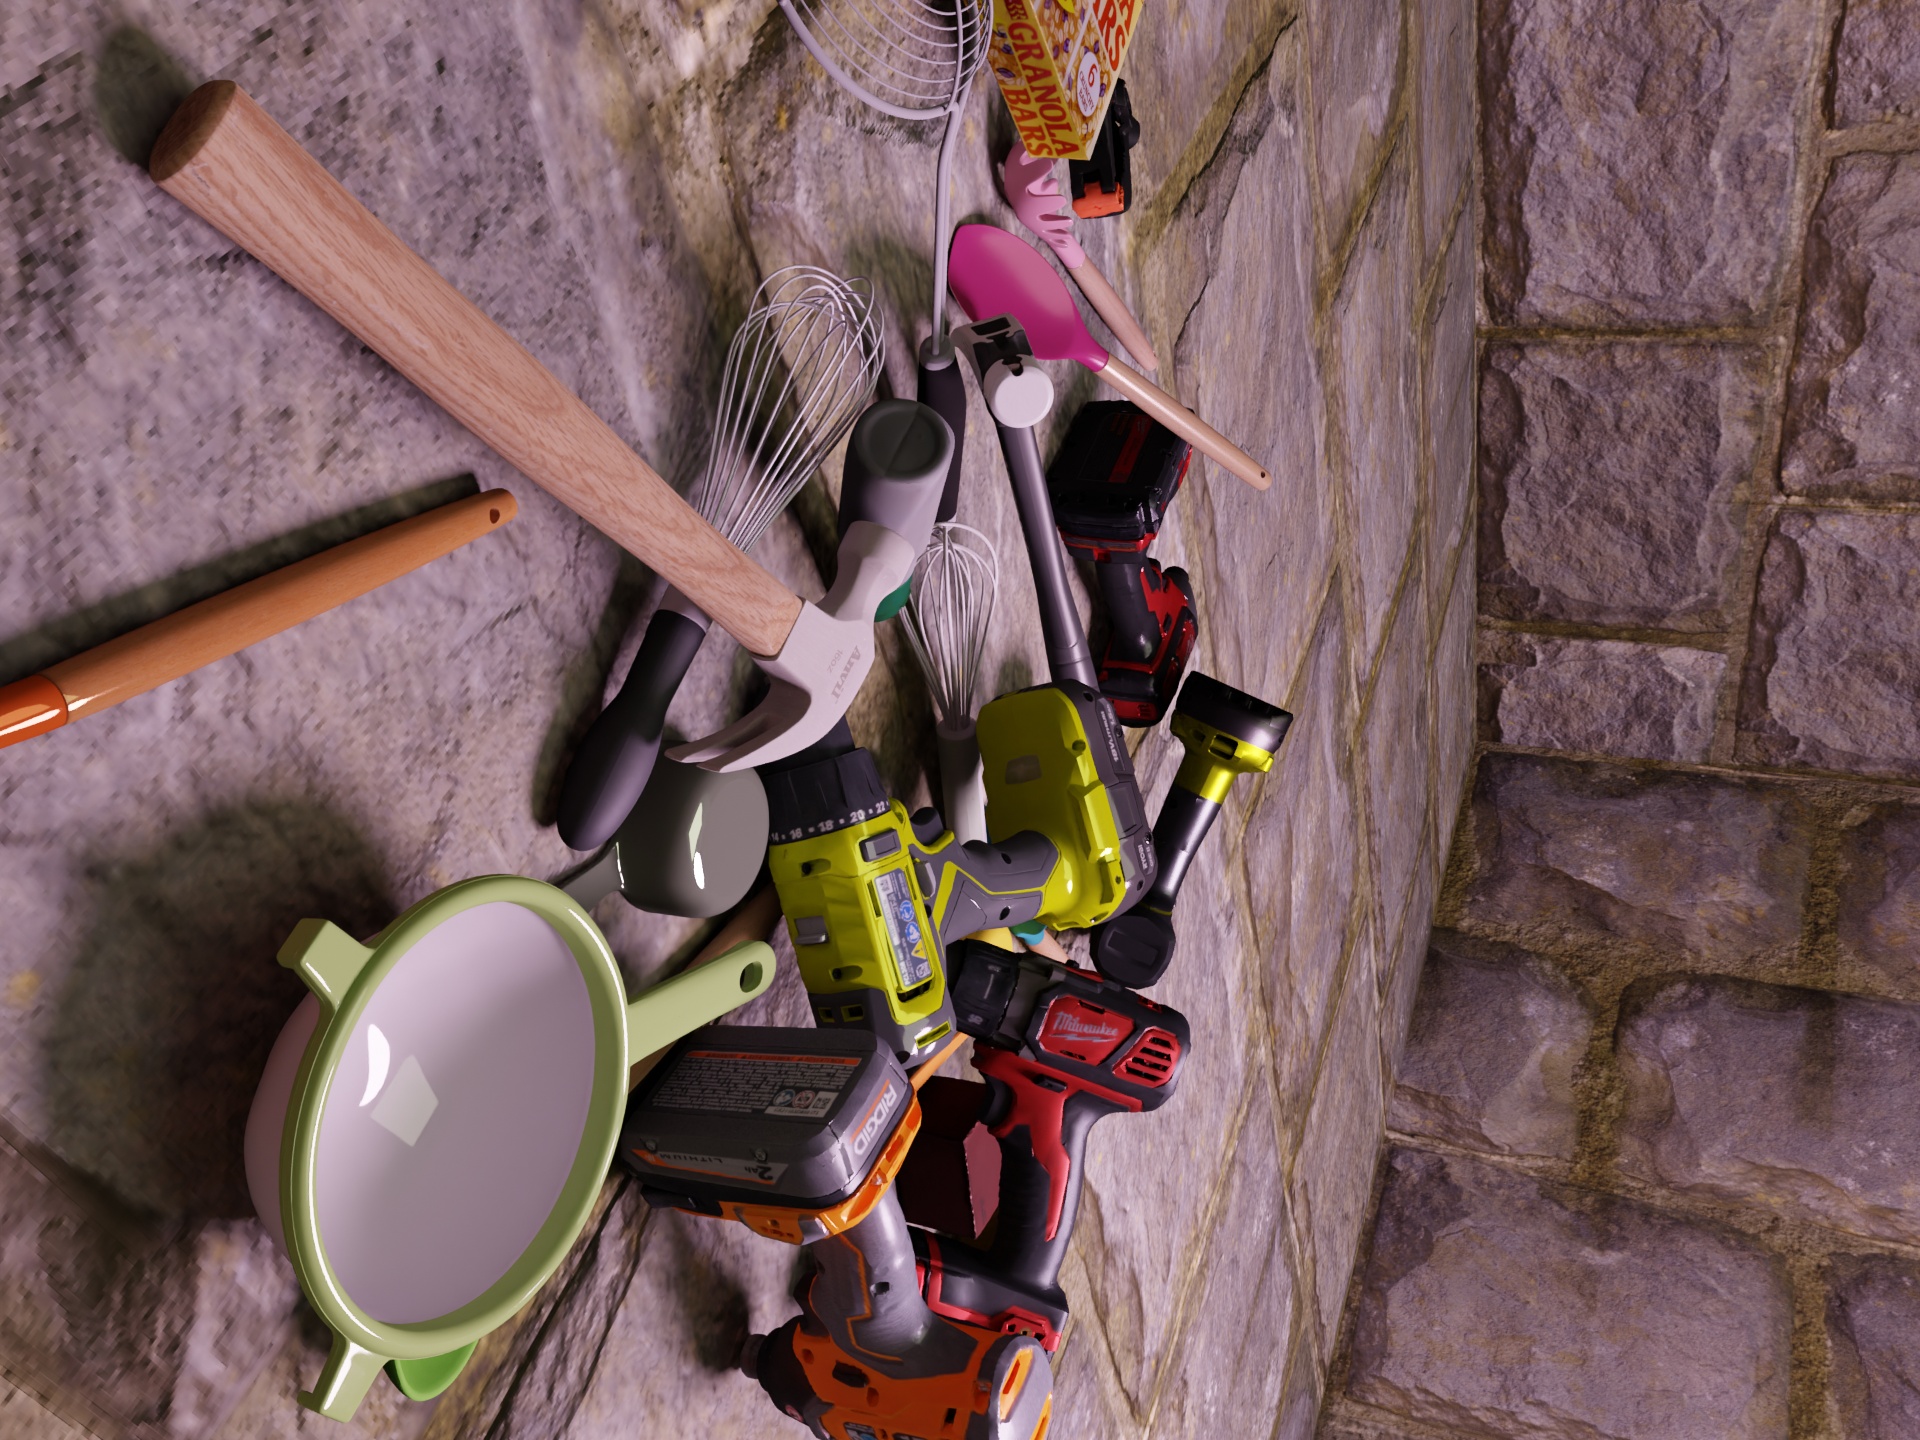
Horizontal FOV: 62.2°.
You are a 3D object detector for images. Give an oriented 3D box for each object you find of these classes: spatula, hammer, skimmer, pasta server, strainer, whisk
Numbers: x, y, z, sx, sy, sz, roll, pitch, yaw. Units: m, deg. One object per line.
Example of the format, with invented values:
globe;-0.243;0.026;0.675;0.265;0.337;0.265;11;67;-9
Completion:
spatula;0.064;0.146;1.087;0.044;0.082;0.317;-48;153;-8
spatula;-0.219;-0.013;0.430;0.323;0.041;0.081;-44;134;-56
hammer;0.053;-0.070;0.906;0.146;0.035;0.334;-108;-179;-58
skimmer;-0.037;-0.228;0.743;0.363;0.090;0.127;92;19;-54
pasta server;0.090;-0.295;1.045;0.316;0.040;0.060;24;56;-66
strainer;-0.157;0.116;0.566;0.256;0.069;0.151;-17;109;-65
hammer;-0.131;-0.086;0.552;0.331;0.031;0.130;42;66;-49
whisk;-0.101;-0.074;0.666;0.285;0.070;0.070;-68;152;-20
whisk;-0.001;-0.003;0.910;0.058;0.059;0.246;-108;-169;-55

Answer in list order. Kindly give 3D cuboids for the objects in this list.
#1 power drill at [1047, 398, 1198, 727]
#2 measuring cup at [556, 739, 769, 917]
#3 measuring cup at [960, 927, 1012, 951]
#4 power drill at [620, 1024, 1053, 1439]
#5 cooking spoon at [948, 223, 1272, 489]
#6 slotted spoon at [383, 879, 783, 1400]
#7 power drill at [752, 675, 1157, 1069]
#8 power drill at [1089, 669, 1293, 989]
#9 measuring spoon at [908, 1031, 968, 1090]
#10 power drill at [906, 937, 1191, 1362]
power drill;0.128;-0.114;1.134;0.219;0.078;0.143;73;33;-46
measuring cup;-0.130;0.065;0.648;0.167;0.038;0.083;-44;135;-57
measuring cup;0.031;0.170;1.040;0.156;0.029;0.062;47;54;-56
power drill;-0.065;0.248;0.729;0.084;0.164;0.226;-53;130;-48
cooking spoon;0.102;-0.212;0.991;0.318;0.017;0.069;24;71;-42
slotted spoon;-0.141;0.147;0.663;0.314;0.031;0.070;-49;139;-54
power drill;-0.005;0.052;0.808;0.228;0.080;0.190;-18;94;-49
power drill;0.160;0.079;1.181;0.171;0.080;0.223;-23;138;-84
measuring spoon;-0.011;0.206;0.952;0.117;0.011;0.021;-37;151;-43
power drill;0.006;0.232;0.875;0.080;0.188;0.227;178;-66;-83
